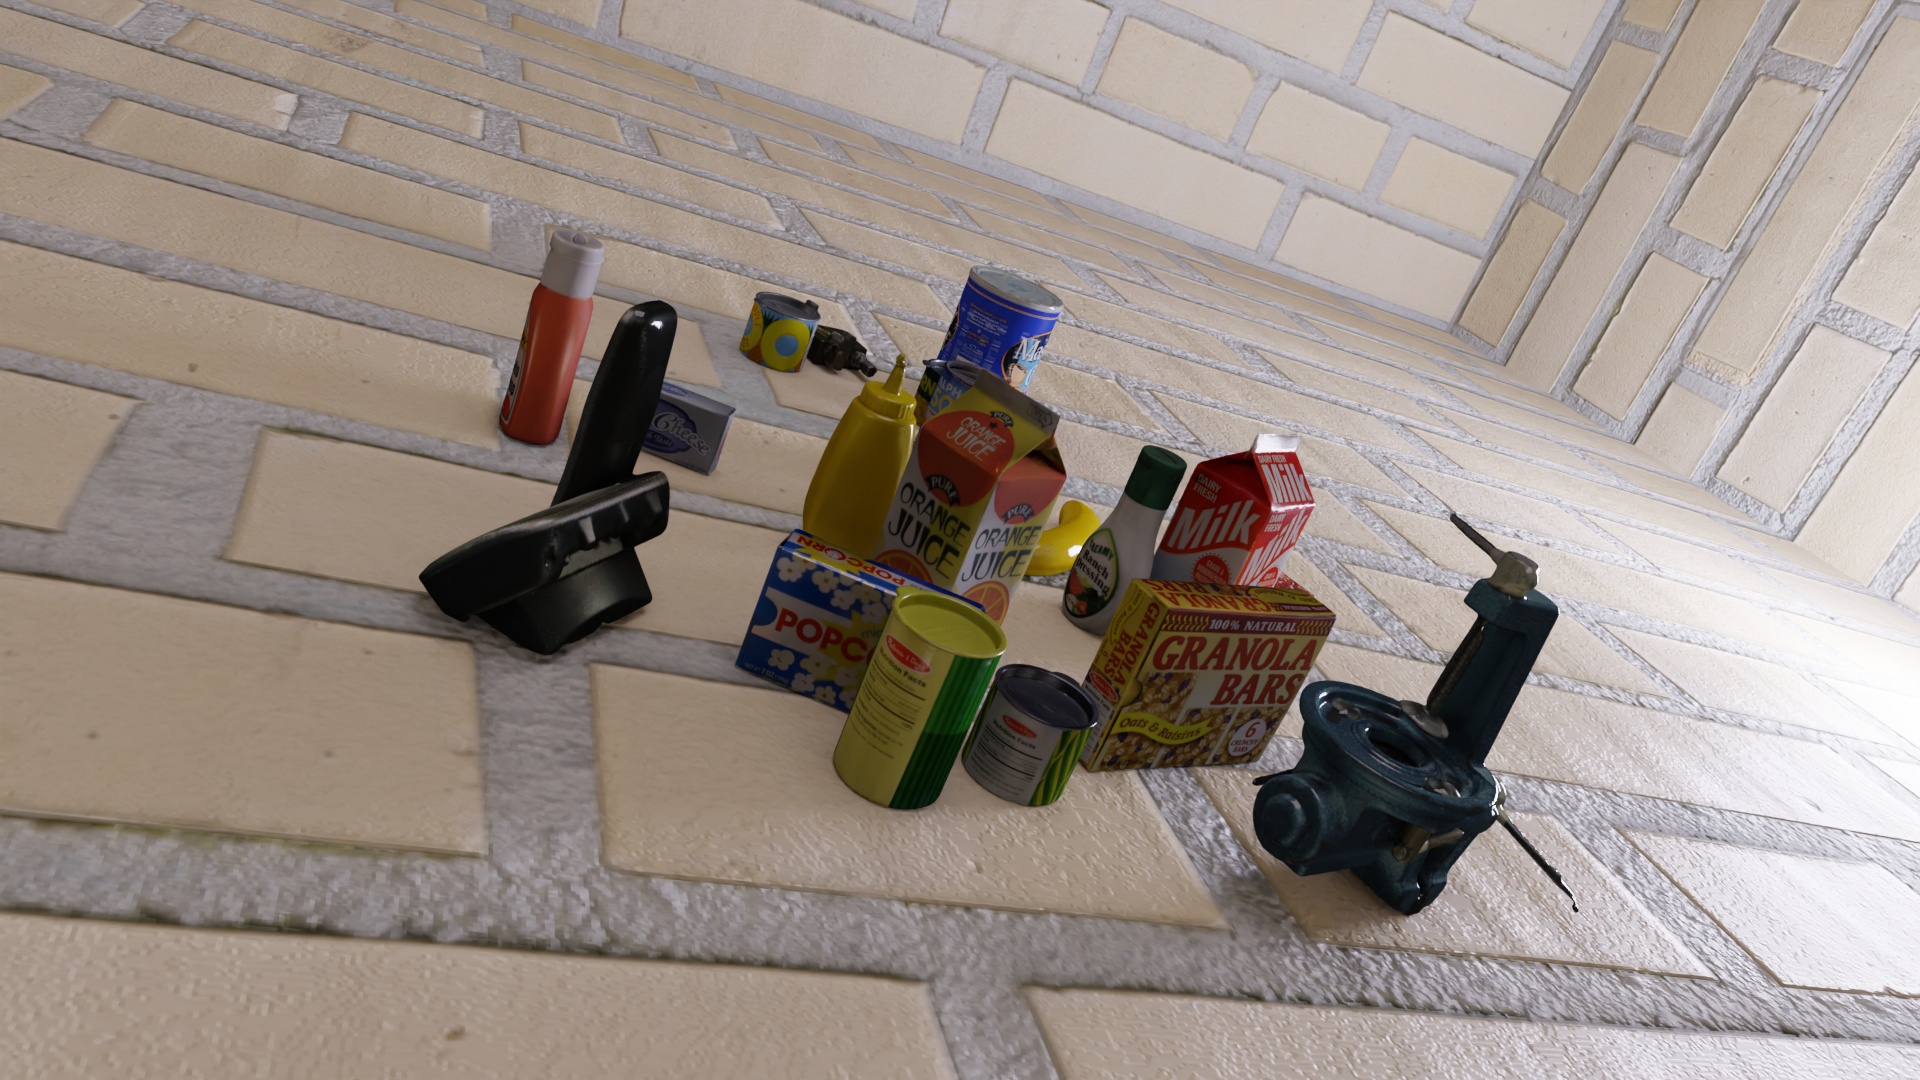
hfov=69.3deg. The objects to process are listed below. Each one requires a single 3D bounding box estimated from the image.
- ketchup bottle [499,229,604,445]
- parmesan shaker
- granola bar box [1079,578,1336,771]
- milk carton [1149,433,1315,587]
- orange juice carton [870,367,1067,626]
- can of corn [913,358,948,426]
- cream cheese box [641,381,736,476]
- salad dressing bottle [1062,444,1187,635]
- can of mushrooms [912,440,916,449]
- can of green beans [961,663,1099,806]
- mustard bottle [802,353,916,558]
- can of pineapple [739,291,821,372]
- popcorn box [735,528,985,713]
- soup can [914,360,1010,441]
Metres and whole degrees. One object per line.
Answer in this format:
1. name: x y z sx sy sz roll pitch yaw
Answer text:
1. ketchup bottle: -0.290 -0.145 0.990 0.043 0.148 0.065 14 23 -21
2. parmesan shaker: -0.025 0.086 0.767 0.071 0.102 0.071 19 22 -8
3. granola bar box: 0.157 0.089 0.908 0.166 0.123 0.039 5 28 -38
4. milk carton: 0.205 0.003 1.066 0.073 0.189 0.072 37 25 33
5. orange juice carton: 0.003 -0.011 0.901 0.072 0.191 0.073 37 26 33
6. can of corn: -0.014 -0.139 1.363 0.071 0.058 0.071 19 22 -8
7. cream cheese box: -0.229 -0.093 1.055 0.104 0.053 0.024 21 21 -4
8. salad dressing bottle: 0.126 0.000 1.054 0.044 0.147 0.064 7 26 -35
9. can of mushrooms: -0.038 -0.059 1.187 0.071 0.033 0.071 19 22 -8
10. can of green beans: 0.041 0.115 0.825 0.071 0.057 0.071 19 22 -8
11. mustard bottle: -0.065 -0.062 0.997 0.065 0.159 0.049 16 22 -17
12. can of pineapple: -0.178 -0.204 1.357 0.071 0.057 0.071 19 22 -8
13. popcorn box: -0.059 0.057 0.827 0.127 0.085 0.038 22 21 0
14. soup can: 0.001 -0.115 1.288 0.071 0.083 0.071 19 22 -8
